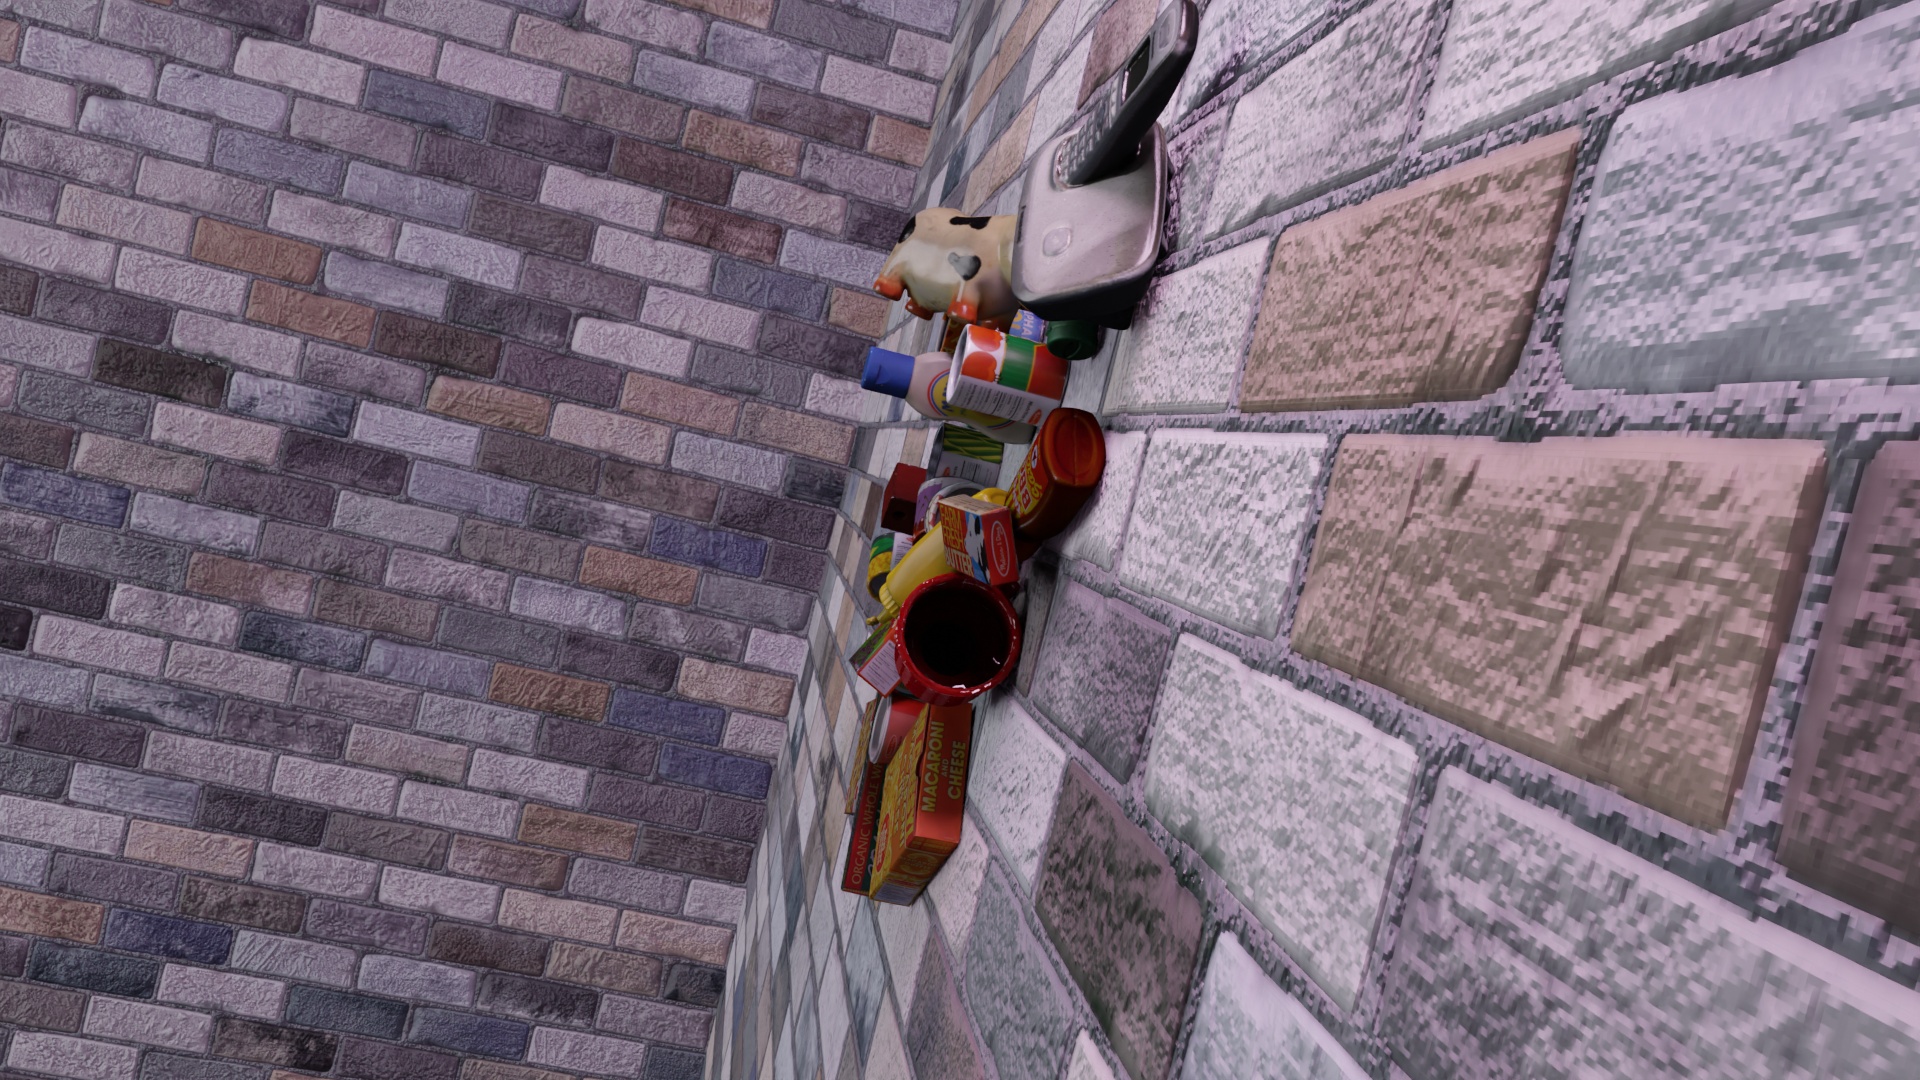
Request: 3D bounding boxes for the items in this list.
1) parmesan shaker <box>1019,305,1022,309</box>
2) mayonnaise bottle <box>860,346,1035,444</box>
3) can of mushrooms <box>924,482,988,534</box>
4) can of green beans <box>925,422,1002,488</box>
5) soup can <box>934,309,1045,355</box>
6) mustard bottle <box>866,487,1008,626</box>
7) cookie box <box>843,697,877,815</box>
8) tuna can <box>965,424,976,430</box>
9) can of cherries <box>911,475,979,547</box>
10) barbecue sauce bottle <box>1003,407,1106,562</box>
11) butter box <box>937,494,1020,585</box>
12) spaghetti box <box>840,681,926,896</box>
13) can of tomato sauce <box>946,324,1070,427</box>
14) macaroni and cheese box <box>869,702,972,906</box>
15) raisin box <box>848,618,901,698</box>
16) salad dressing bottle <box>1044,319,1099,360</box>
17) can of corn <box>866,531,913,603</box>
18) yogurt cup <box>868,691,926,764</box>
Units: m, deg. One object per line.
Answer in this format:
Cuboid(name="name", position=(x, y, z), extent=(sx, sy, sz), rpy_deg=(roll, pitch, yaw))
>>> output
Cuboid(name="parmesan shaker", position=(0.035, -0.241, 1.342), extent=(0.103, 0.071, 0.071), rpy_deg=(138, 144, -73))
Cuboid(name="mayonnaise bottle", position=(-0.007, -0.125, 1.154), extent=(0.041, 0.148, 0.064), rpy_deg=(-104, 29, -71))
Cuboid(name="can of mushrooms", position=(0.004, -0.015, 1.189), extent=(0.033, 0.071, 0.071), rpy_deg=(173, 110, -79))
Cuboid(name="can of green beans", position=(0.003, -0.072, 1.299), extent=(0.071, 0.058, 0.071), rpy_deg=(-164, 88, -81))
Cuboid(name="soup can", position=(0.026, -0.181, 1.239), extent=(0.071, 0.084, 0.071), rpy_deg=(-164, 88, -80))
Cuboid(name="mustard bottle", position=(-0.017, 0.023, 1.103), extent=(0.159, 0.049, 0.065), rpy_deg=(-42, -16, 24))
Cuboid(name="cookie box", position=(-0.082, 0.225, 1.433), extent=(0.167, 0.040, 0.123), rpy_deg=(138, 144, -74))
Cuboid(name="tuna can", position=(0.028, -0.132, 1.314), extent=(0.071, 0.033, 0.071), rpy_deg=(-164, 88, -81))
Cuboid(name="can of cherries", position=(-0.010, -0.016, 1.269), extent=(0.071, 0.071, 0.058), rpy_deg=(118, 162, -57))
Cuboid(name="barbecue sauce bottle", position=(0.057, -0.030, 0.960), extent=(0.148, 0.044, 0.065), rpy_deg=(119, 155, -61))
Cuboid(name="butter box", position=(0.012, -0.002, 0.999), extent=(0.103, 0.024, 0.053), rpy_deg=(-159, 60, -71))
Cuboid(name="spaghetti box", position=(-0.067, 0.215, 1.330), extent=(0.028, 0.050, 0.251), rpy_deg=(125, 156, -71))
Cuboid(name="can of tomato sauce", position=(0.037, -0.132, 1.101), extent=(0.071, 0.083, 0.071), rpy_deg=(-165, 88, -80))
Cuboid(name="macaroni and cheese box", position=(-0.035, 0.220, 1.160), extent=(0.165, 0.040, 0.124), rpy_deg=(116, 163, -55))
Cuboid(name="raisin box", position=(-0.046, 0.081, 1.273), extent=(0.123, 0.040, 0.086), rpy_deg=(-48, 8, -4))
Cuboid(name="salad dressing bottle", position=(0.090, -0.205, 1.021), extent=(0.064, 0.044, 0.148), rpy_deg=(131, 150, -67))
Cuboid(name="can of corn", position=(-0.072, 0.034, 1.570), extent=(0.070, 0.071, 0.058), rpy_deg=(113, 166, -47))
Cuboid(name="yogurt cup", position=(-0.049, 0.175, 1.268), extent=(0.072, 0.054, 0.072), rpy_deg=(-164, 88, -81))
